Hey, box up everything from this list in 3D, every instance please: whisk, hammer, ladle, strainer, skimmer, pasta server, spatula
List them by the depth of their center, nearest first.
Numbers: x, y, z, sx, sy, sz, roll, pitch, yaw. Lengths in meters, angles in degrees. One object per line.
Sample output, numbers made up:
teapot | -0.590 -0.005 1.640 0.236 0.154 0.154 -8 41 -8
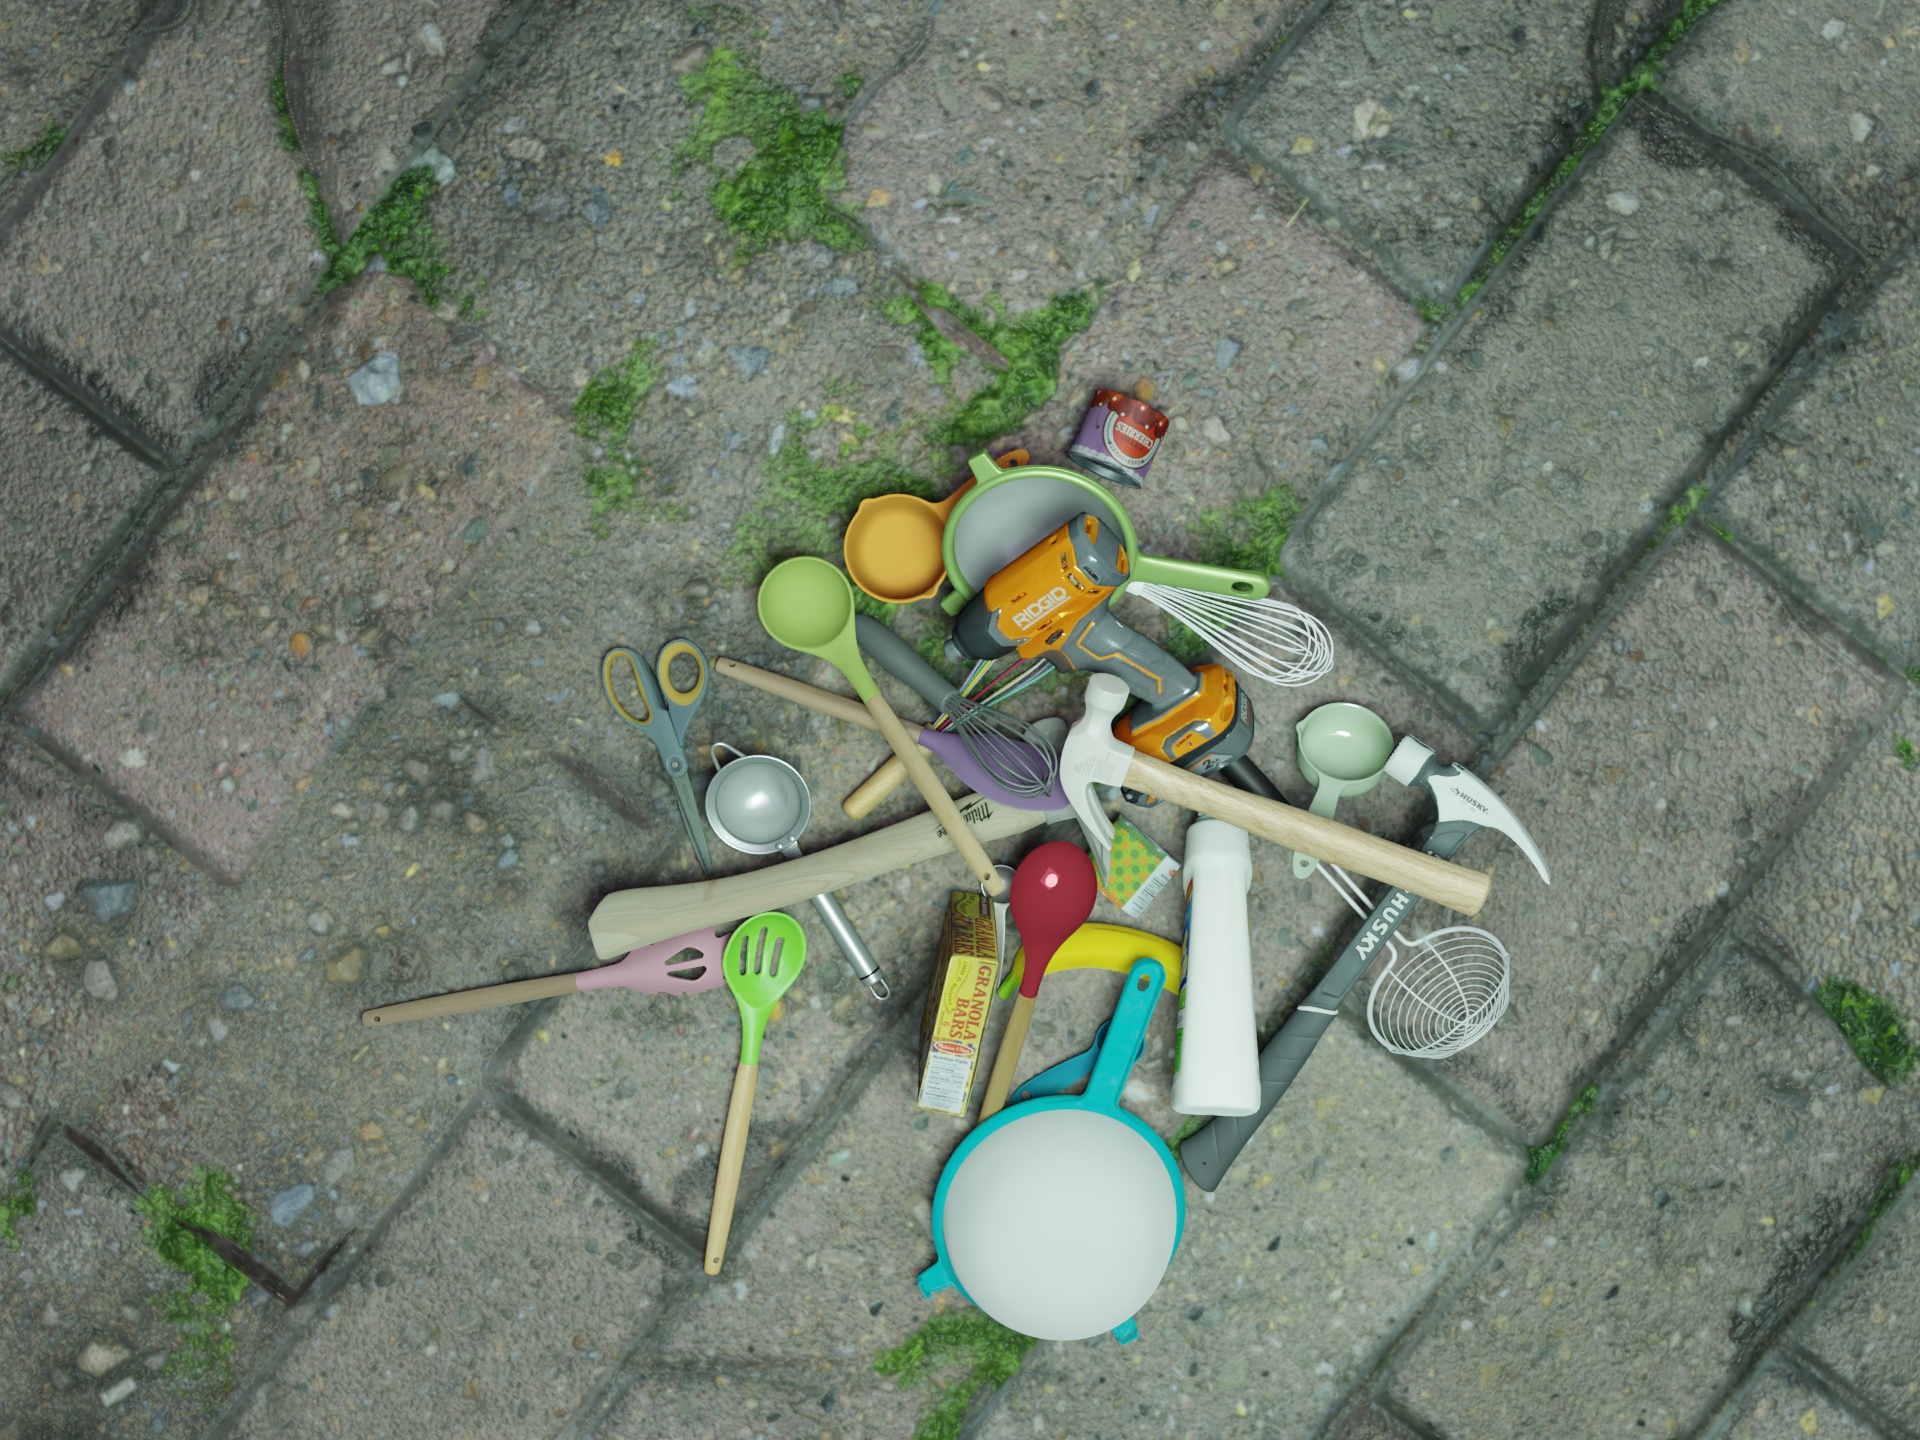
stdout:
hammer | 0.233 0.077 1.196 0.331 0.031 0.130 20 120 4
ladle | -0.059 0.002 1.246 0.078 0.062 0.320 -37 71 9
strainer | 0.115 -0.139 1.247 0.256 0.069 0.151 9 130 -3
hammer | -0.086 0.120 1.255 0.410 0.038 0.146 -17 62 -7
strainer | 0.104 0.357 1.259 0.211 0.095 0.340 16 102 -8
whisk | -0.011 -0.016 1.262 0.239 0.055 0.055 40 92 27
hammer | 0.299 0.216 1.262 0.149 0.036 0.409 35 108 13
ladle | 0.046 0.236 1.264 0.069 0.031 0.315 8 116 -13
spatula | -0.056 0.006 1.283 0.316 0.018 0.060 20 60 12
whisk | 0.172 -0.102 1.297 0.284 0.070 0.070 24 92 4
whisk | -0.001 -0.003 1.308 0.245 0.047 0.051 -43 79 5
strainer | -0.130 0.124 1.311 0.087 0.050 0.258 -30 97 8
skimmer | 0.306 0.125 1.316 0.127 0.090 0.363 -42 81 7
pasta server | -0.341 0.220 1.321 0.316 0.040 0.060 -11 92 4

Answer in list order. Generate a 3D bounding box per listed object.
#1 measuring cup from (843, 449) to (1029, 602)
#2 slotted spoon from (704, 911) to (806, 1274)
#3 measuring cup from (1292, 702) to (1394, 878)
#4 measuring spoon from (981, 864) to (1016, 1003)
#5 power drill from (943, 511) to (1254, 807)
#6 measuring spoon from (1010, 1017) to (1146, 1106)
measuring cup | -0.016 -0.163 1.297 0.173 0.052 0.095 -37 91 -1
slotted spoon | -0.182 0.308 1.321 0.070 0.031 0.314 8 94 -24
measuring cup | 0.294 0.062 1.275 0.083 0.038 0.168 19 62 14
measuring spoon | 0.029 0.179 1.327 0.034 0.018 0.124 10 99 12
power drill | 0.104 -0.038 1.237 0.164 0.084 0.226 -33 115 29
measuring spoon | 0.097 0.288 1.330 0.128 0.021 0.042 -32 91 10
